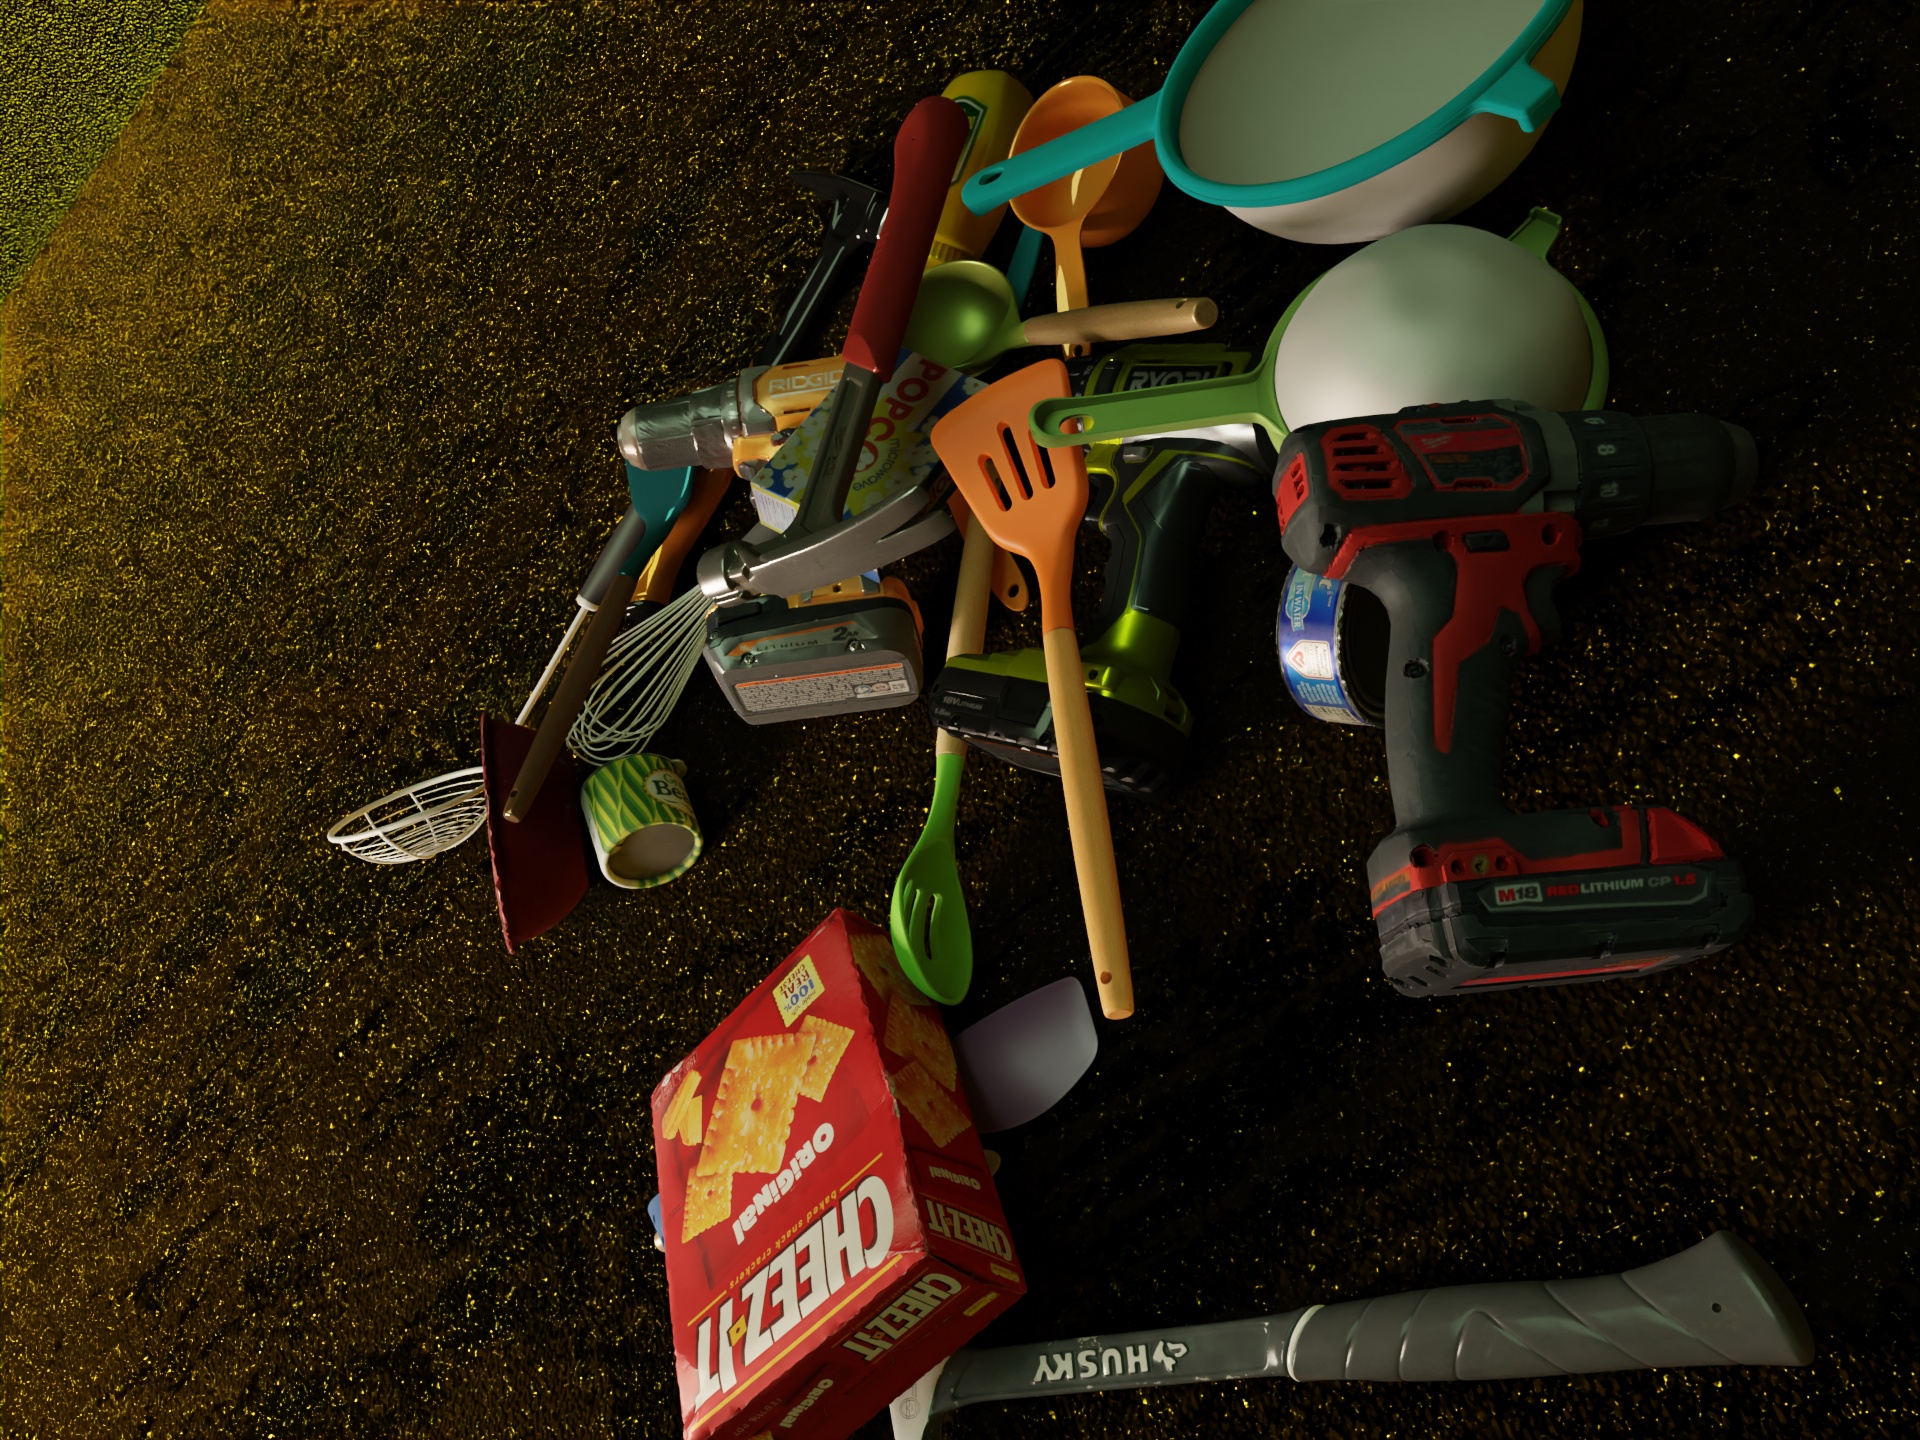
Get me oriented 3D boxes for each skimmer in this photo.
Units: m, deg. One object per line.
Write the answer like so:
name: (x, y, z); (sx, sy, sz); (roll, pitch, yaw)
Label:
skimmer: (-0.326, -0.048, 1.150); (0.363, 0.090, 0.127); (-58, 14, 4)

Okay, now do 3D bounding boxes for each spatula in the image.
spatula: (0.043, -0.021, 0.720); (0.081, 0.041, 0.323); (-25, 55, 27)
spatula: (-0.236, -0.077, 1.036); (0.082, 0.044, 0.318); (-6, 53, 36)
spatula: (-0.054, 0.222, 0.837); (0.316, 0.018, 0.060); (-33, 54, 27)

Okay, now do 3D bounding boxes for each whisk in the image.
whisk: (-0.163, -0.078, 1.042); (0.284, 0.070, 0.070); (-46, 48, 12)

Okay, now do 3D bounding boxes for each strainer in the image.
strainer: (0.152, -0.161, 0.699); (0.256, 0.069, 0.152); (-6, 65, 12)
strainer: (0.156, -0.290, 0.796); (0.340, 0.095, 0.211); (-8, 54, 39)

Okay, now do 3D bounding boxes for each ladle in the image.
ladle: (0.042, -0.212, 0.828); (0.078, 0.062, 0.320); (-51, 23, -5)

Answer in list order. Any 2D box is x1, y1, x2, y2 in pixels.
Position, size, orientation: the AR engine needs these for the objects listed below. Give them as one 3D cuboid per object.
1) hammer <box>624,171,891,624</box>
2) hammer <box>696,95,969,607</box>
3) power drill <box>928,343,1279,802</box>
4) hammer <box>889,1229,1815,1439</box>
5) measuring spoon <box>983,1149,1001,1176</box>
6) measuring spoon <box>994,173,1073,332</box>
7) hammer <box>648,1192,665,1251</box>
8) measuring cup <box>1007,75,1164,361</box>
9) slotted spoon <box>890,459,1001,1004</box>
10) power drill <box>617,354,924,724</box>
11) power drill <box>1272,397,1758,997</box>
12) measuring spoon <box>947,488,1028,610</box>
hammer: (-0.151, -0.220, 1.101); (0.127, 0.034, 0.337); (37, 99, 44)
hammer: (-0.036, -0.218, 0.856); (0.149, 0.036, 0.359); (-15, 48, 36)
power drill: (0.070, -0.087, 0.812); (0.191, 0.080, 0.228); (12, 78, 44)
hammer: (0.124, 0.260, 0.646); (0.409, 0.036, 0.149); (-21, 60, 35)
measuring spoon: (-0.027, 0.246, 0.809); (0.124, 0.018, 0.034); (-30, 50, 23)
measuring spoon: (0.037, -0.297, 0.967); (0.042, 0.021, 0.129); (9, 80, 44)
hammer: (-0.083, 0.412, 0.758); (0.144, 0.035, 0.406); (-43, 52, 22)
measuring cup: (0.077, -0.275, 0.907); (0.095, 0.052, 0.174); (-10, 79, 42)
slotted spoon: (-0.001, -0.003, 0.856); (0.031, 0.070, 0.314); (-6, 64, 31)
power drill: (-0.112, -0.115, 0.942); (0.185, 0.084, 0.226); (-7, 63, 4)
power drill: (0.227, -0.019, 0.604); (0.188, 0.080, 0.227); (-5, 72, -4)
measuring spoon: (0.014, -0.103, 0.919); (0.021, 0.011, 0.117); (-42, 53, 19)
